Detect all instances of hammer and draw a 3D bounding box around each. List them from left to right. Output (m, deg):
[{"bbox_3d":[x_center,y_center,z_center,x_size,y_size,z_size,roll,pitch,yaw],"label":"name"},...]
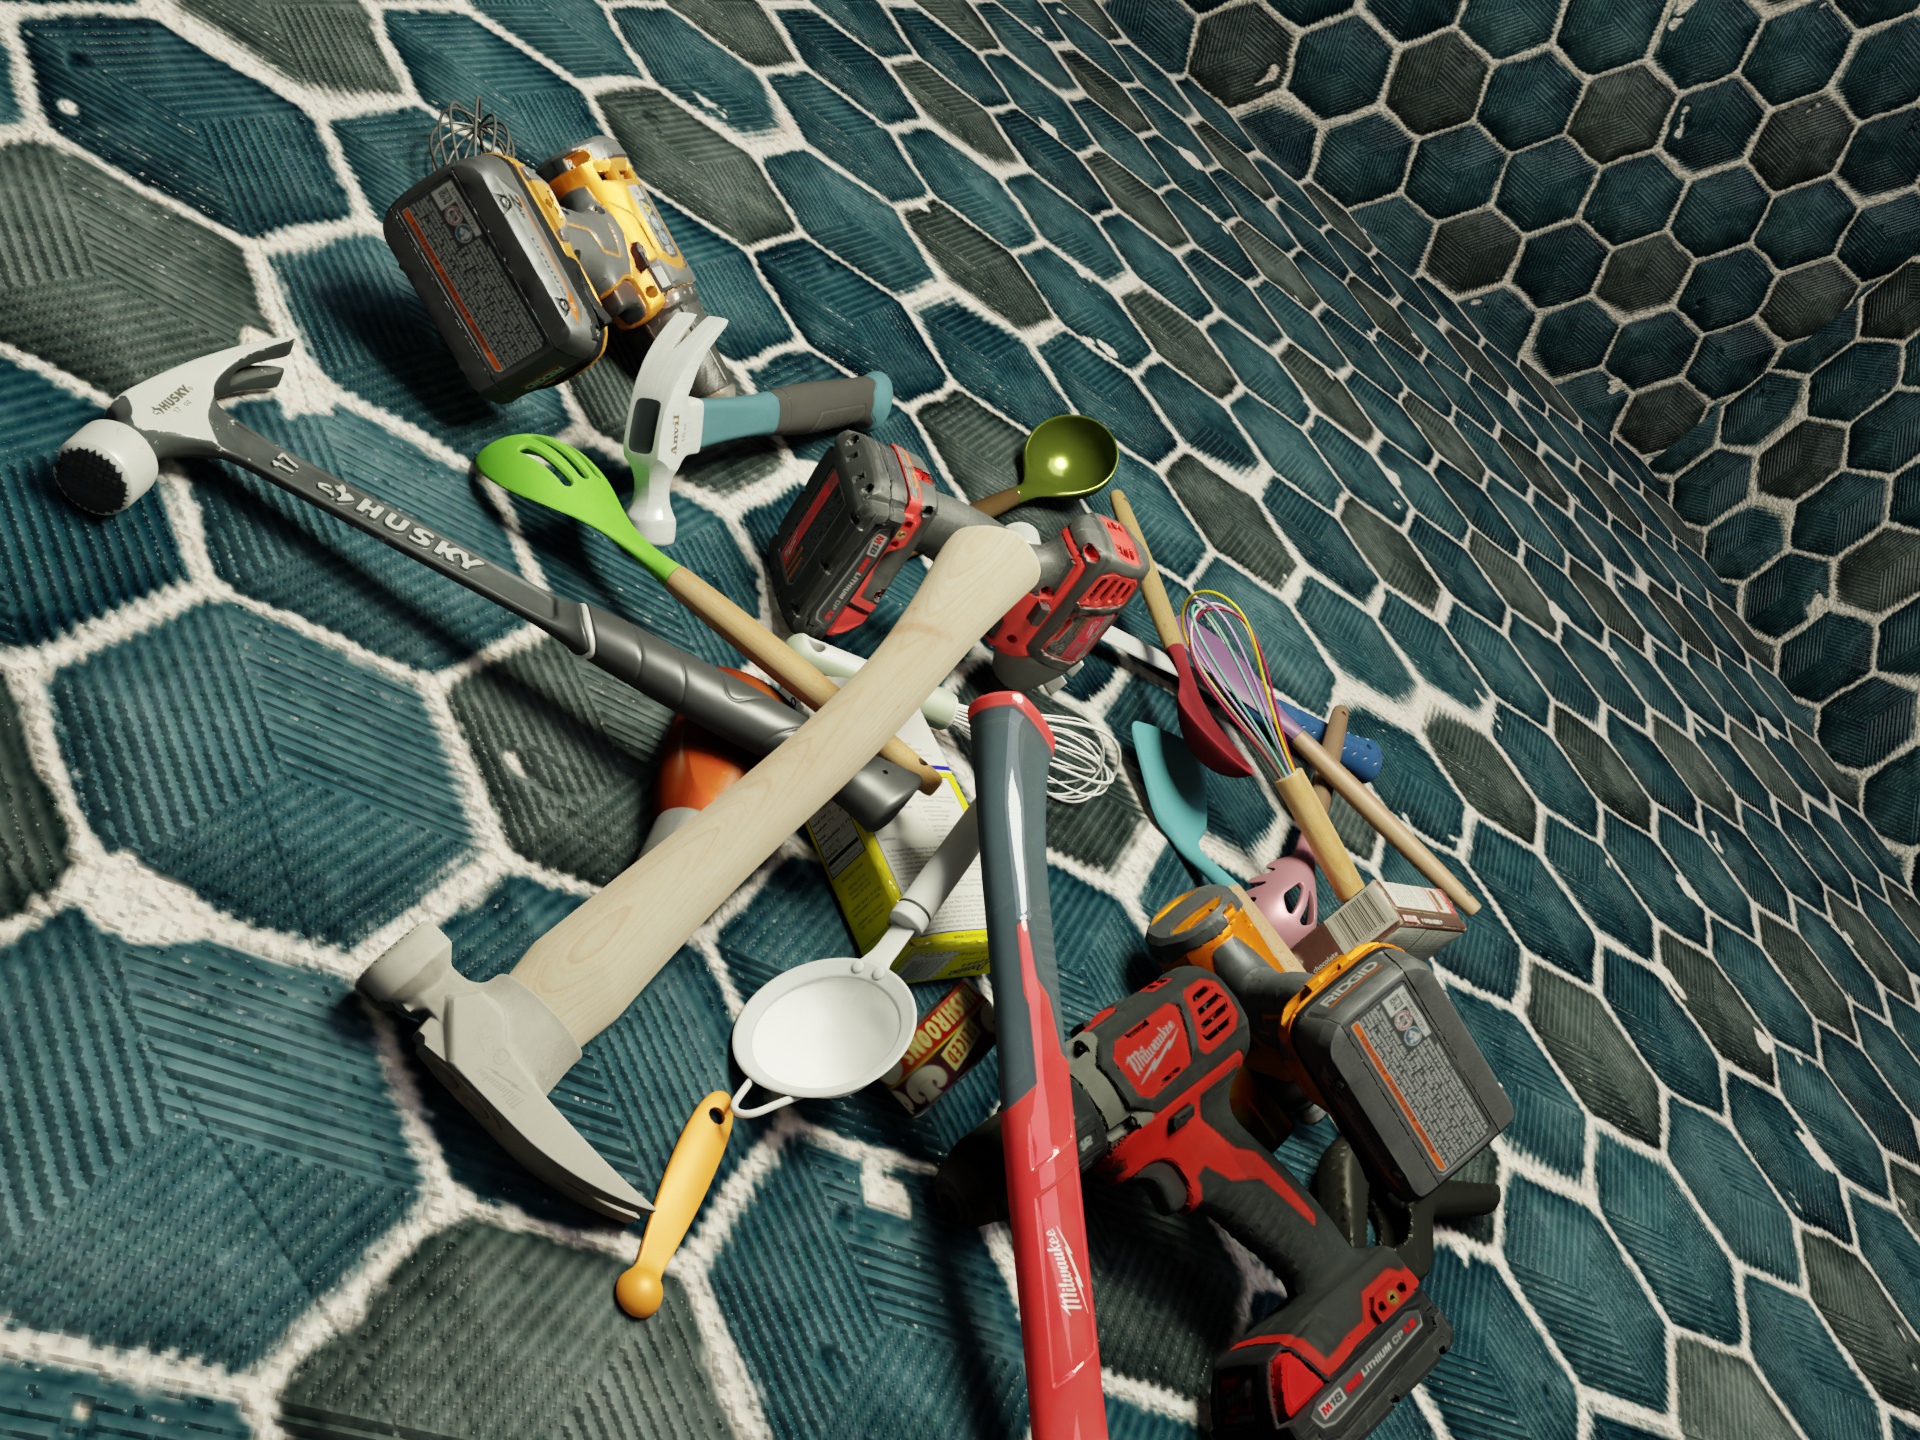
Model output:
[{"bbox_3d":[-0.199,-0.055,0.769,0.408,0.036,0.149,29,35,-13],"label":"hammer"},{"bbox_3d":[-0.120,-0.198,1.031,0.033,0.128,0.331,13,18,17],"label":"hammer"},{"bbox_3d":[-0.073,0.036,0.740,0.146,0.038,0.411,48,52,-5],"label":"hammer"},{"bbox_3d":[0.021,0.166,0.719,0.143,0.038,0.387,8,63,-28],"label":"hammer"},{"bbox_3d":[0.195,-0.025,1.254,0.405,0.035,0.144,23,39,-33],"label":"hammer"}]

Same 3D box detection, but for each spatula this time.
[{"bbox_3d":[0.198,0.124,1.051,0.082,0.044,0.318,21,27,-41],"label":"spatula"},{"bbox_3d":[0.276,0.030,1.212,0.316,0.018,0.060,46,32,12],"label":"spatula"}]

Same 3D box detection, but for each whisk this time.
[{"bbox_3d":[-0.294,-0.299,0.969,0.055,0.055,0.239,18,45,-38],"label":"whisk"},{"bbox_3d":[-0.002,-0.003,0.988,0.246,0.059,0.058,22,27,-27],"label":"whisk"},{"bbox_3d":[0.221,0.018,1.113,0.245,0.047,0.051,61,14,-3],"label":"whisk"}]

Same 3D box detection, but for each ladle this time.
[{"bbox_3d":[0.032,-0.175,1.210,0.078,0.062,0.320,34,32,14],"label":"ladle"},{"bbox_3d":[0.155,-0.072,1.199,0.069,0.031,0.316,35,29,-40],"label":"ladle"}]

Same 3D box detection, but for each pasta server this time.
[{"bbox_3d":[0.262,0.075,1.198,0.060,0.040,0.316,42,36,-7],"label":"pasta server"}]

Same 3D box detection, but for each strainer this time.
[{"bbox_3d":[-0.028,0.105,0.779,0.087,0.050,0.258,15,49,29],"label":"strainer"}]

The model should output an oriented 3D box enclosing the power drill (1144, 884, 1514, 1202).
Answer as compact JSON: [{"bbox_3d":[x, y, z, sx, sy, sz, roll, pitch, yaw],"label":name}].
[{"bbox_3d":[0.202,0.184,0.893,0.164,0.084,0.226,57,-13,-13],"label":"power drill"}]

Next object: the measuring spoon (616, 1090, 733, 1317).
[{"bbox_3d":[-0.115,0.197,0.663,0.021,0.011,0.117,39,32,-13],"label":"measuring spoon"}]

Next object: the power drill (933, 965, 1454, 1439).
[{"bbox_3d":[0.110,0.253,0.779,0.188,0.080,0.227,-29,78,-31],"label":"power drill"}]

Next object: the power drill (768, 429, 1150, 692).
[{"bbox_3d":[-0.002,-0.086,1.002,0.219,0.143,0.079,15,39,-31],"label":"power drill"}]

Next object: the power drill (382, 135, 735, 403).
[{"bbox_3d":[-0.218,-0.248,0.939,0.185,0.084,0.226,61,21,-13],"label":"power drill"}]

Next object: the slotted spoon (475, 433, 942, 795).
[{"bbox_3d":[-0.133,-0.062,0.854,0.314,0.031,0.070,39,27,7],"label":"slotted spoon"}]
